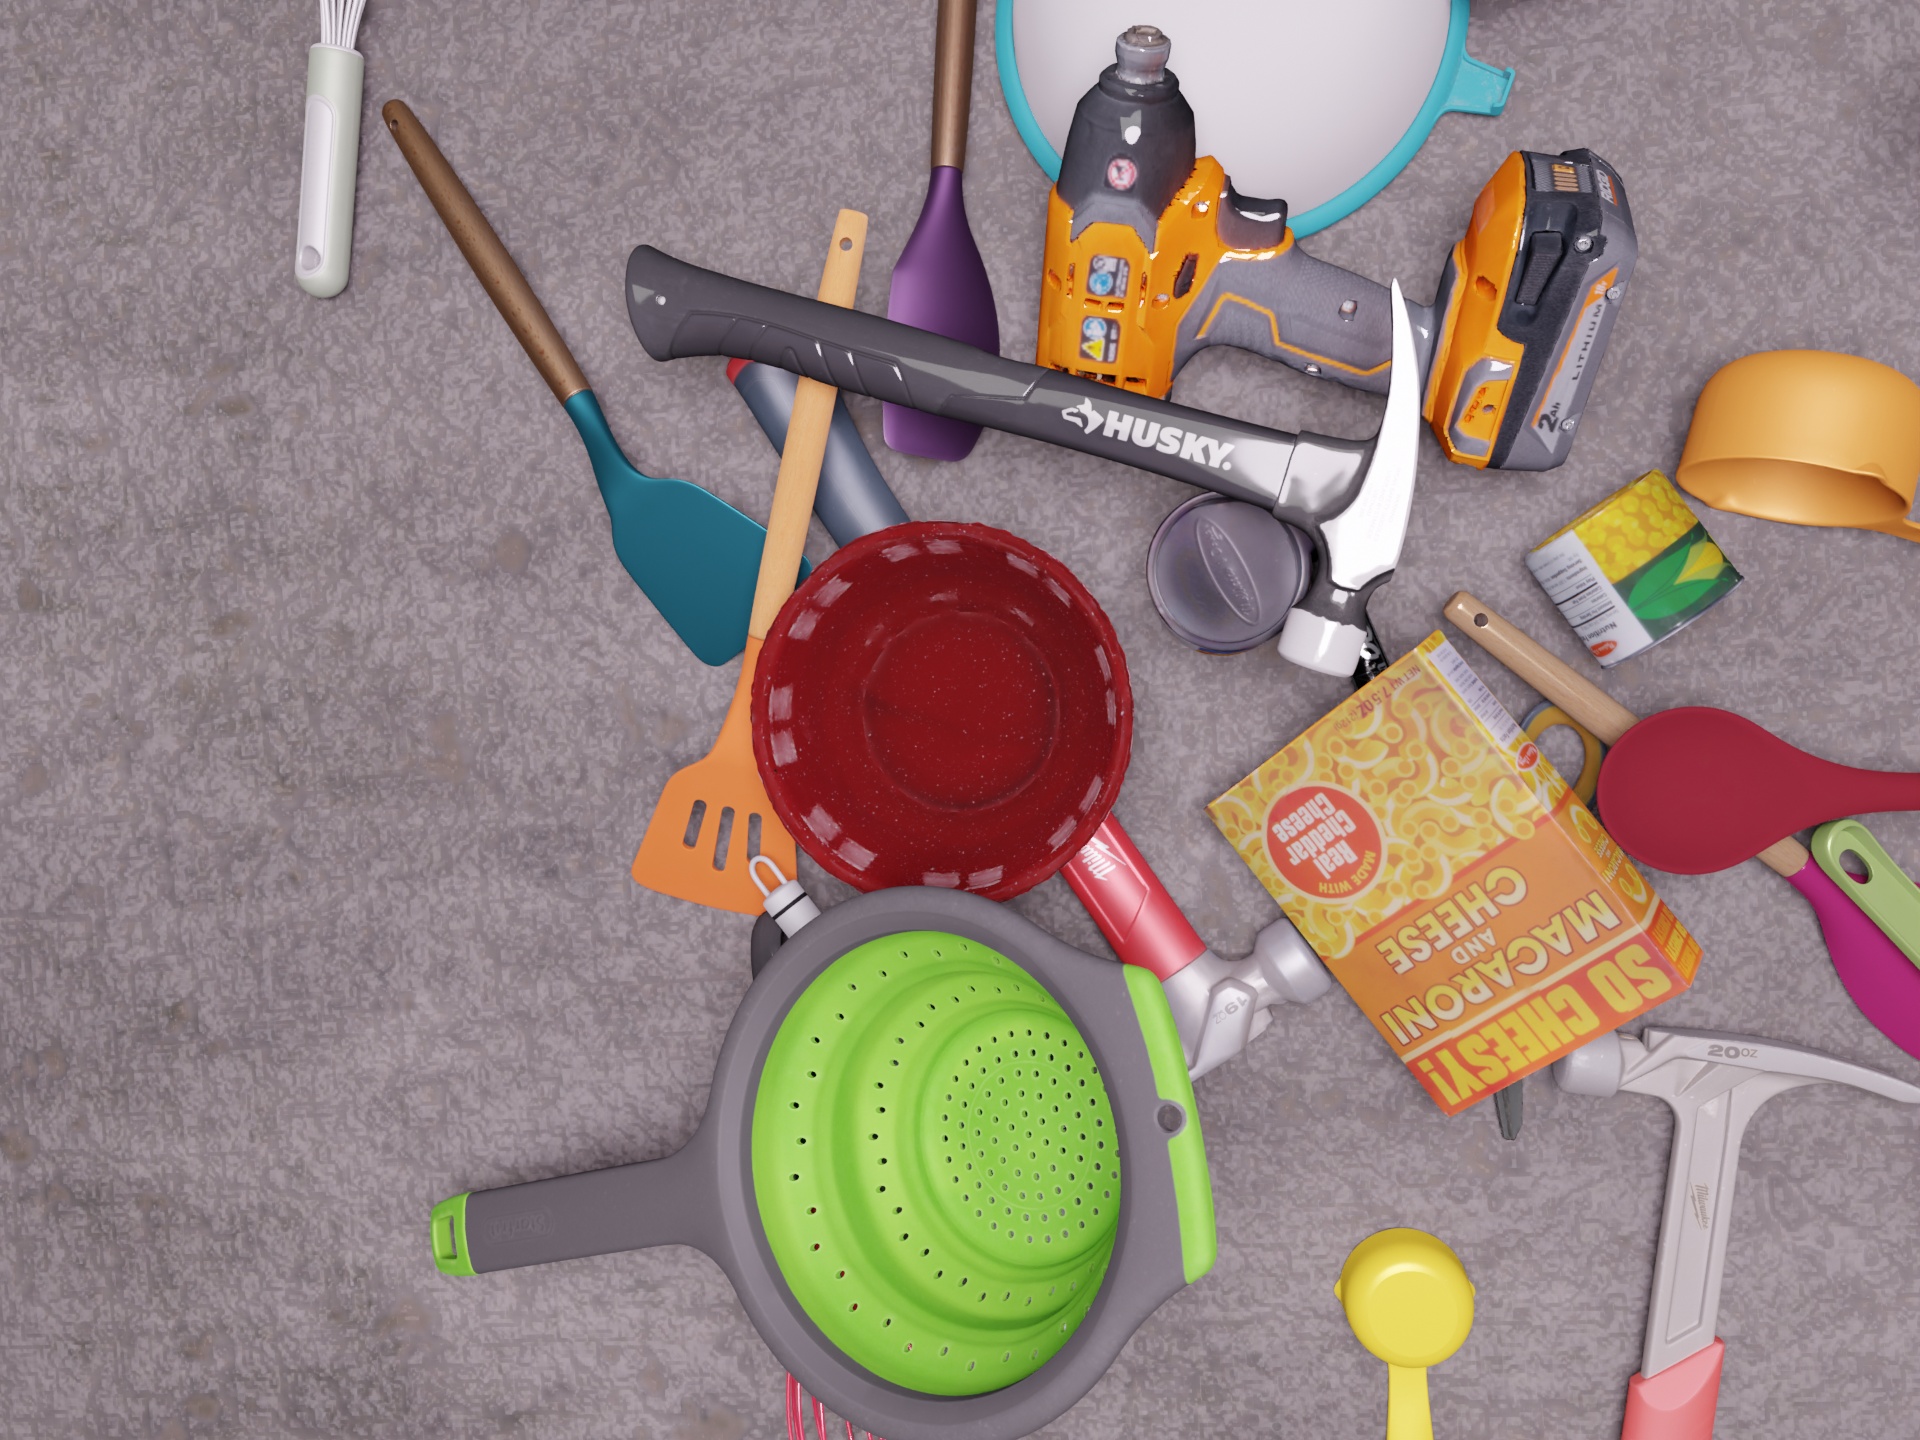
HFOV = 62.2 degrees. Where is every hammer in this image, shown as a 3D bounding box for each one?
[{"bbox_3d":[-0.001,-0.002,0.725,0.143,0.038,0.386,-35,86,8],"label":"hammer"},{"bbox_3d":[0.313,0.314,0.684,0.149,0.036,0.359,7,91,8],"label":"hammer"},{"bbox_3d":[0.018,-0.136,0.635,0.335,0.035,0.146,18,102,12],"label":"hammer"}]

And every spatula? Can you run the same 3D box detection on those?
[{"bbox_3d":[-0.186,-0.170,0.752,0.082,0.044,0.318,-40,77,32],"label":"spatula"},{"bbox_3d":[-0.081,-0.062,0.707,0.081,0.041,0.322,13,100,-2],"label":"spatula"},{"bbox_3d":[-0.003,-0.276,0.728,0.059,0.018,0.316,4,88,-29],"label":"spatula"}]

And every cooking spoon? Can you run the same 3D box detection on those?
[{"bbox_3d":[0.335,0.046,0.677,0.319,0.017,0.069,37,93,0],"label":"cooking spoon"}]

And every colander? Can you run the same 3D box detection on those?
[{"bbox_3d":[-0.062,0.191,0.670,0.397,0.094,0.205,-18,74,30],"label":"colander"}]

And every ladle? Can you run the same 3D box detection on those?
[{"bbox_3d":[0.416,0.027,0.633,0.315,0.031,0.069,-1,94,9],"label":"ladle"}]

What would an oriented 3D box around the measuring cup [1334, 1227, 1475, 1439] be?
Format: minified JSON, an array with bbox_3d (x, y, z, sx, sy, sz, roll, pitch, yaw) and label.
[{"bbox_3d":[0.200,0.306,0.702,0.062,0.029,0.156,-2,88,8],"label":"measuring cup"}]

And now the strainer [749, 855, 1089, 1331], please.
[{"bbox_3d":[-0.013,0.163,0.718,0.258,0.050,0.087,52,127,2],"label":"strainer"}]

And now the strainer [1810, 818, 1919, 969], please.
[{"bbox_3d":[0.448,0.134,0.628,0.151,0.069,0.256,-41,85,-11],"label":"strainer"}]

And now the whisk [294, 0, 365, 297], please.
[{"bbox_3d":[-0.298,-0.327,0.761,0.058,0.059,0.246,9,96,20],"label":"whisk"}]

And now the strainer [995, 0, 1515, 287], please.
[{"bbox_3d":[0.088,-0.374,0.681,0.211,0.095,0.340,-25,88,8],"label":"strainer"}]

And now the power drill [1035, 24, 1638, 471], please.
[{"bbox_3d":[0.146,-0.189,0.648,0.226,0.084,0.164,9,134,7],"label":"power drill"}]

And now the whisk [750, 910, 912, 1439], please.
[{"bbox_3d":[-0.060,0.232,0.727,0.073,0.073,0.296,-12,84,8],"label":"whisk"}]

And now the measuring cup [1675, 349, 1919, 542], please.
[{"bbox_3d":[0.385,-0.106,0.658,0.173,0.095,0.052,14,87,-11],"label":"measuring cup"}]
